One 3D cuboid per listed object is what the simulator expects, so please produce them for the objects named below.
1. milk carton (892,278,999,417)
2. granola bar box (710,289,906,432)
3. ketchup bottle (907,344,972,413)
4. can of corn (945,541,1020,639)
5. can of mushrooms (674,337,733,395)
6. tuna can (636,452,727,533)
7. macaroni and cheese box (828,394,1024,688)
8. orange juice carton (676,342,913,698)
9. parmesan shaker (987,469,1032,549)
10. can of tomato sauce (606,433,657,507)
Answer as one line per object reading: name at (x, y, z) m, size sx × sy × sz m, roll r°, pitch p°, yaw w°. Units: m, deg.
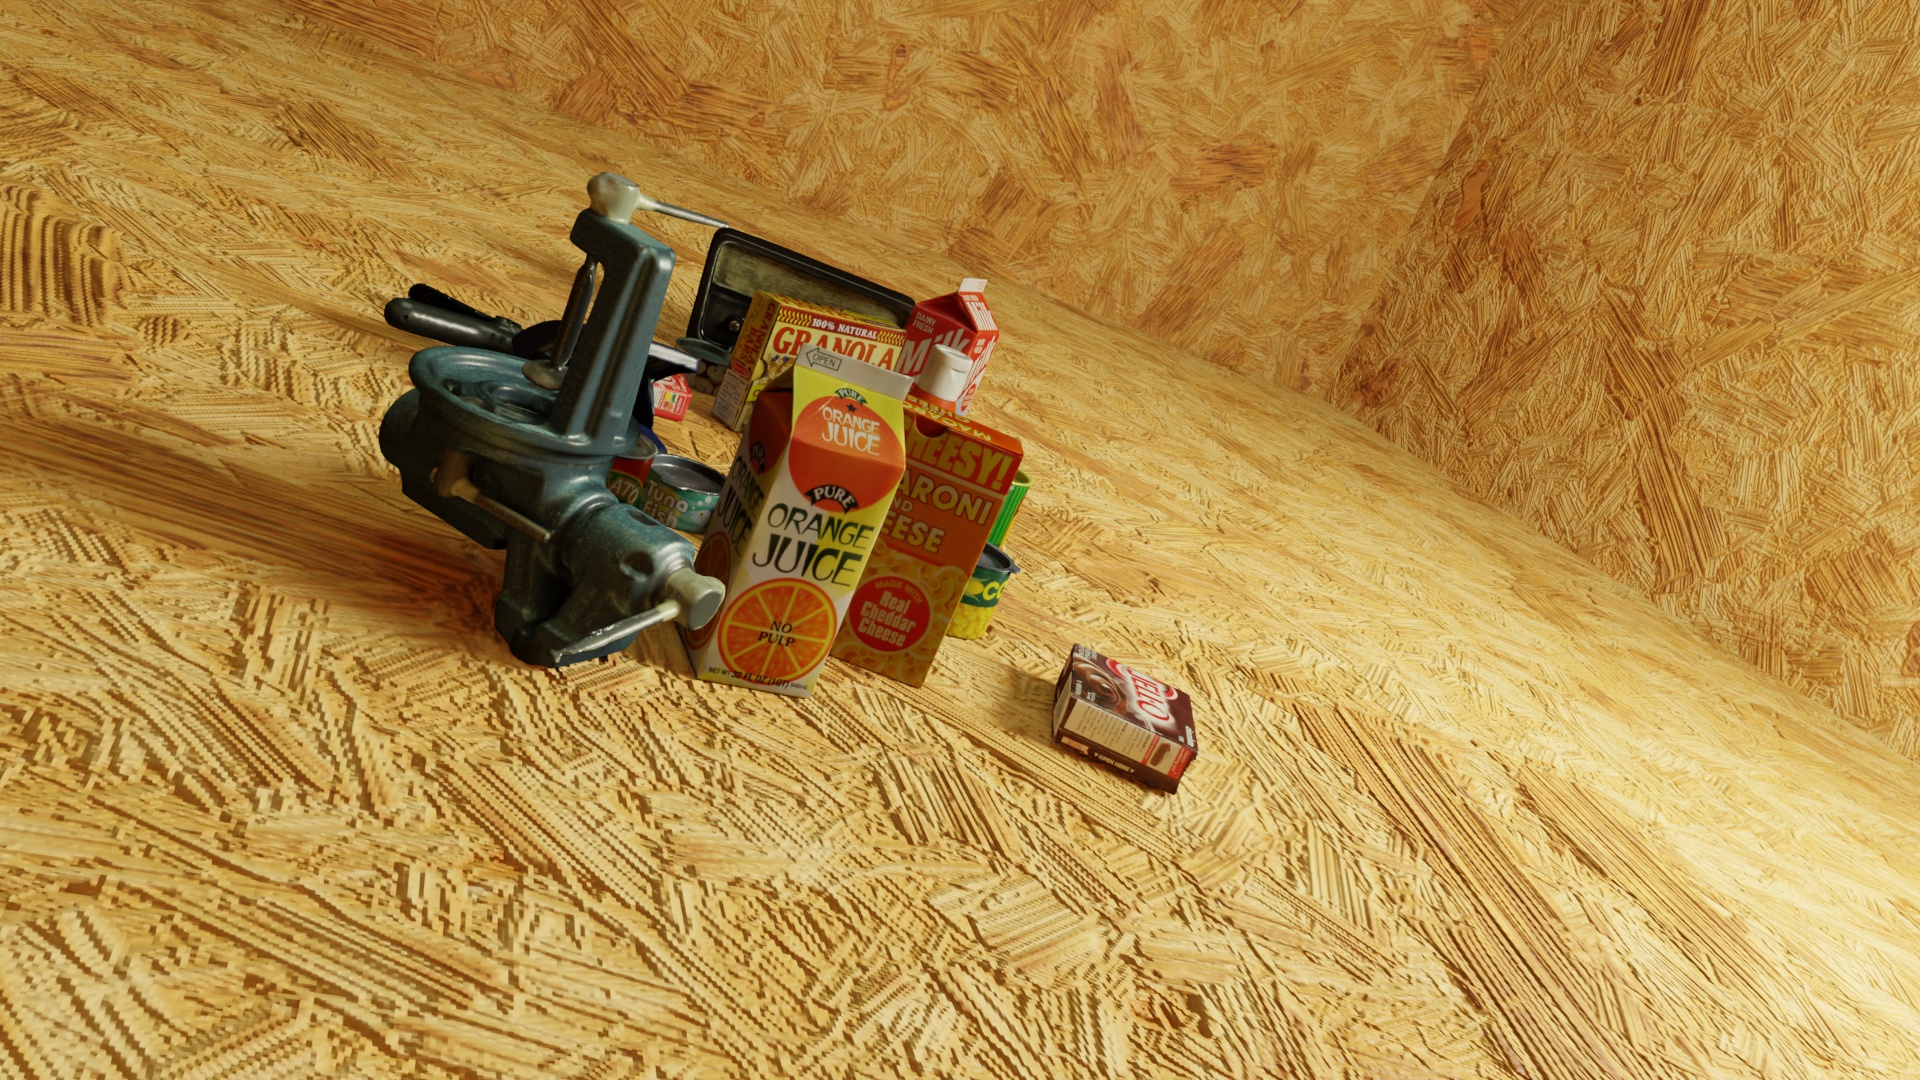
milk carton at (-0.022, -0.169, 1.366) m, size 0.073 × 0.190 × 0.072 m, roll 27°, pitch 16°, yaw 13°
granola bar box at (-0.137, -0.155, 1.284) m, size 0.039 × 0.123 × 0.166 m, roll 35°, pitch 20°, yaw 35°
ketchup bottle at (-0.035, -0.093, 1.185) m, size 0.065 × 0.148 × 0.043 m, roll 9°, pitch 21°, yaw -41°
can of corn at (0.000, 0.032, 1.002) m, size 0.071 × 0.058 × 0.071 m, roll 22°, pitch 16°, yaw -6°
can of mushrooms at (-0.244, -0.166, 1.334) m, size 0.071 × 0.033 × 0.071 m, roll 22°, pitch 16°, yaw -6°
tuna can at (-0.197, -0.033, 0.982) m, size 0.071 × 0.032 × 0.071 m, roll 22°, pitch 16°, yaw -6°
macaroni and cheese box at (-0.049, -0.006, 0.862) m, size 0.124 × 0.166 × 0.040 m, roll 21°, pitch 16°, yaw -8°
orange juice carton at (-0.092, -0.014, 0.784) m, size 0.072 × 0.192 × 0.073 m, roll 15°, pitch 18°, yaw -29°
parmesan shaker at (0.004, -0.013, 1.069) m, size 0.071 × 0.102 × 0.071 m, roll 22°, pitch 16°, yaw -7°
can of tomato sauce at (-0.227, -0.027, 0.833) m, size 0.071 × 0.083 × 0.071 m, roll 22°, pitch 16°, yaw -7°
